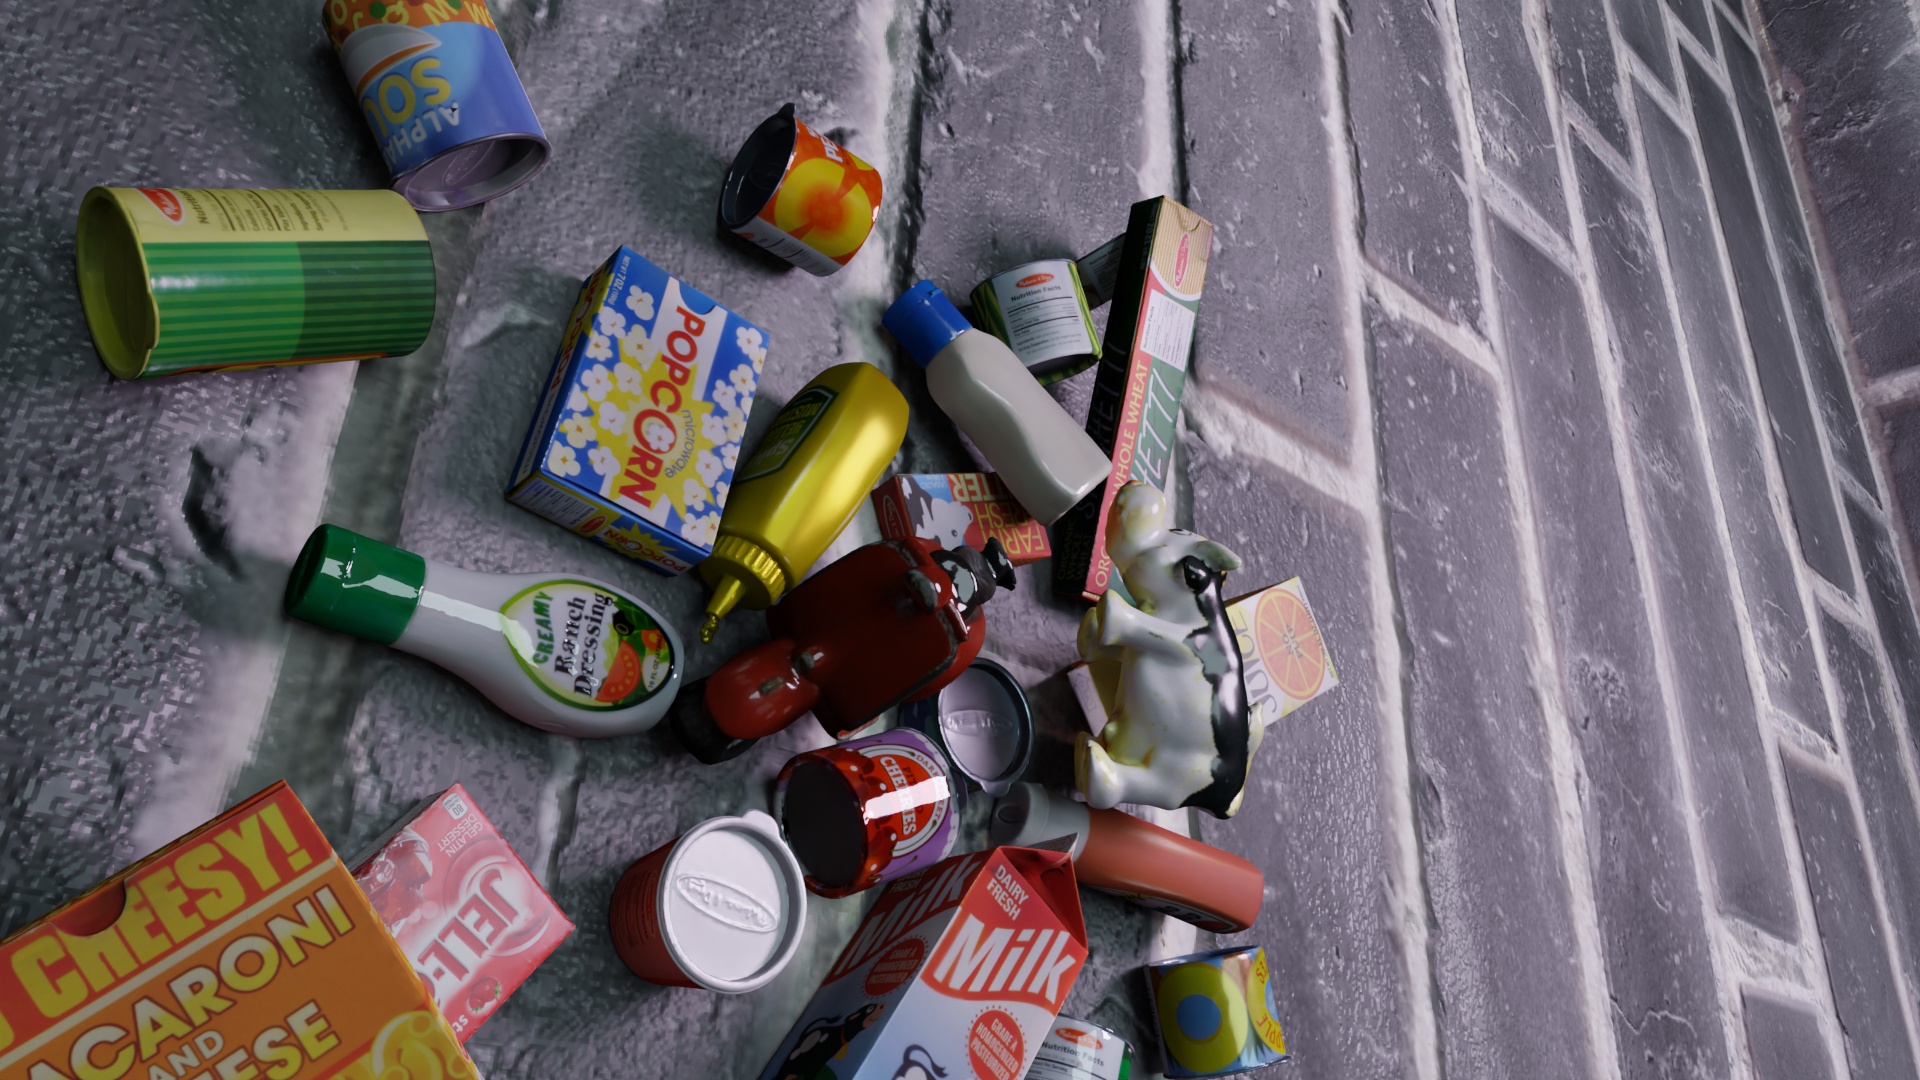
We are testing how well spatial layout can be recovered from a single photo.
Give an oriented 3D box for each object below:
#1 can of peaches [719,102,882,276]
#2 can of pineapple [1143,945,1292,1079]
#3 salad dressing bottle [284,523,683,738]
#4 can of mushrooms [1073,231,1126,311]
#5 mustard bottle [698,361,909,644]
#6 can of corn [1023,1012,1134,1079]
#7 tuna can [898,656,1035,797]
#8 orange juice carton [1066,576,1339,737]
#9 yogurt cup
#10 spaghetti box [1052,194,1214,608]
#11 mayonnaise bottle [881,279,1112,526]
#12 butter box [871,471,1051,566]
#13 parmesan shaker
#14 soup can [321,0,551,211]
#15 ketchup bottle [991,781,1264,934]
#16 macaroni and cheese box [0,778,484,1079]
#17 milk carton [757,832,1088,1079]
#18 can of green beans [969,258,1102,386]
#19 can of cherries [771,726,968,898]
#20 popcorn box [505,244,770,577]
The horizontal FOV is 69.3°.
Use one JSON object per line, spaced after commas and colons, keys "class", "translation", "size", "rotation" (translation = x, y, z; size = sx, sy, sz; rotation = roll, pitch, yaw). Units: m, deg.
{"class": "can of peaches", "translation": [-0.081, -0.180, 0.718], "size": [0.058, 0.071, 0.071], "rotation": [25, 56, -36]}
{"class": "can of pineapple", "translation": [0.136, 0.250, 0.738], "size": [0.071, 0.070, 0.058], "rotation": [4, 70, -43]}
{"class": "salad dressing bottle", "translation": [-0.182, 0.035, 0.544], "size": [0.147, 0.044, 0.064], "rotation": [24, 57, -35]}
{"class": "can of mushrooms", "translation": [0.096, -0.174, 0.891], "size": [0.071, 0.071, 0.033], "rotation": [-38, 100, -46]}
{"class": "mustard bottle", "translation": [-0.081, -0.017, 0.652], "size": [0.048, 0.065, 0.161], "rotation": [48, 51, -25]}
{"class": "can of corn", "translation": [0.043, 0.260, 0.648], "size": [0.071, 0.071, 0.058], "rotation": [38, 51, -26]}
{"class": "tuna can", "translation": [0.004, 0.097, 0.703], "size": [0.071, 0.032, 0.071], "rotation": [19, 60, -37]}
{"class": "orange juice carton", "translation": [0.134, 0.083, 0.806], "size": [0.193, 0.073, 0.072], "rotation": [-17, 85, -46]}
{"class": "yogurt cup", "translation": [-0.105, 0.149, 0.561], "size": [0.072, 0.053, 0.072], "rotation": [19, 60, -37]}
{"class": "spaghetti box", "translation": [0.105, -0.081, 0.829], "size": [0.050, 0.028, 0.250], "rotation": [20, 77, -37]}
{"class": "mayonnaise bottle", "translation": [0.018, -0.078, 0.767], "size": [0.148, 0.041, 0.065], "rotation": [48, 35, 3]}
{"class": "butter box", "translation": [0.003, -0.009, 0.756], "size": [0.104, 0.024, 0.053], "rotation": [-5, 75, -45]}
{"class": "parmesan shaker", "translation": [-0.256, -0.095, 0.512], "size": [0.103, 0.071, 0.071], "rotation": [-14, 83, -47]}
{"class": "soup can", "translation": [-0.224, -0.192, 0.588], "size": [0.071, 0.071, 0.083], "rotation": [-24, 90, -47]}
{"class": "ketchup bottle", "translation": [0.087, 0.167, 0.735], "size": [0.149, 0.064, 0.043], "rotation": [25, 72, -24]}
{"class": "macaroni and cheese box", "translation": [-0.219, 0.176, 0.422], "size": [0.124, 0.040, 0.166], "rotation": [-33, 96, -27]}
{"class": "milk carton", "translation": [-0.009, 0.203, 0.616], "size": [0.073, 0.072, 0.191], "rotation": [52, 45, -13]}
{"class": "can of green beans", "translation": [0.045, -0.126, 0.817], "size": [0.071, 0.071, 0.058], "rotation": [-8, 79, -45]}
{"class": "can of cherries", "translation": [-0.041, 0.120, 0.623], "size": [0.058, 0.071, 0.071], "rotation": [-7, 77, -45]}
{"class": "popcorn box", "translation": [-0.142, -0.058, 0.628], "size": [0.085, 0.038, 0.127], "rotation": [30, 54, -30]}
